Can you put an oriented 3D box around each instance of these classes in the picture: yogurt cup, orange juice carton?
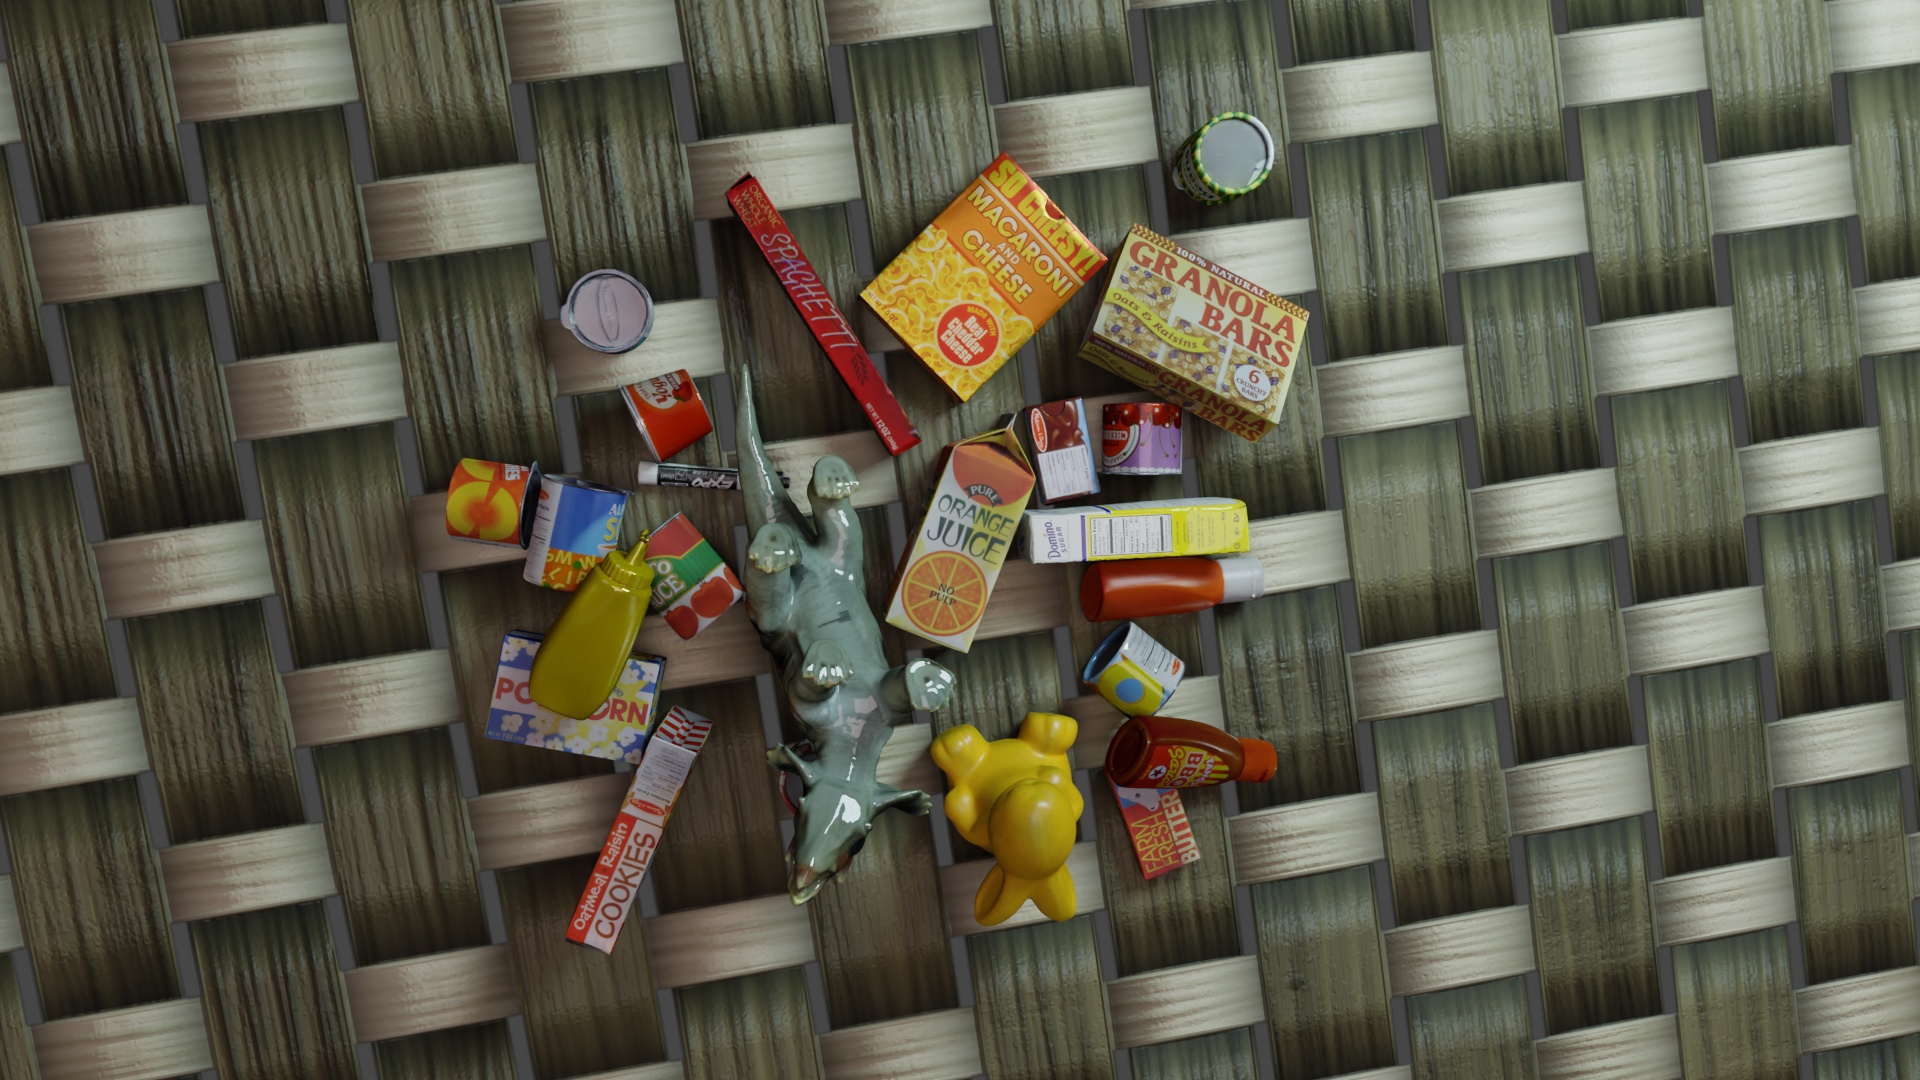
[{"bbox_3d":[-0.231,-0.101,1.101,0.054,0.072,0.072,-26,96,-11],"label":"yogurt cup"},{"bbox_3d":[0.004,-0.014,1.126,0.073,0.072,0.192,21,92,-7],"label":"orange juice carton"}]

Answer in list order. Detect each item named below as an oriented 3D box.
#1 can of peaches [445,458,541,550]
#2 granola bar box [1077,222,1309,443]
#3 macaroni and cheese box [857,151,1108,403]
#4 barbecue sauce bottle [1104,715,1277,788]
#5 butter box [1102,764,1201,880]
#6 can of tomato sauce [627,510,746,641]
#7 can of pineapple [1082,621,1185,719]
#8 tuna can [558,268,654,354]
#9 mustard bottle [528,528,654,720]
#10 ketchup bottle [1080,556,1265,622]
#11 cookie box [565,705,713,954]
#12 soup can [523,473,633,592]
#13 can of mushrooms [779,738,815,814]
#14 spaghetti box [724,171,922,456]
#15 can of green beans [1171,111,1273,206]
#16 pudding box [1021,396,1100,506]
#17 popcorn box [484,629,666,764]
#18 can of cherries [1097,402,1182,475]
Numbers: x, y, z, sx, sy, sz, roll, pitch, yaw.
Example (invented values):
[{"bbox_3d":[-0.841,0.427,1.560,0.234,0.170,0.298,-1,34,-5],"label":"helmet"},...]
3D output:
[{"bbox_3d":[-0.366,-0.031,1.090,0.058,0.071,0.071,7,93,-5],"label":"can of peaches"},{"bbox_3d":[0.190,-0.168,1.125,0.165,0.039,0.125,26,60,-7],"label":"granola bar box"},{"bbox_3d":[0.018,-0.212,1.130,0.166,0.040,0.123,-45,98,-1],"label":"macaroni and cheese box"},{"bbox_3d":[0.195,0.178,1.148,0.149,0.044,0.064,9,126,-30],"label":"barbecue sauce bottle"},{"bbox_3d":[0.163,0.232,1.182,0.053,0.024,0.103,-20,96,-5],"label":"butter box"},{"bbox_3d":[-0.223,0.030,1.107,0.071,0.071,0.083,-40,97,-2],"label":"can of tomato sauce"},{"bbox_3d":[0.142,0.111,1.152,0.058,0.071,0.071,38,90,-6],"label":"can of pineapple"},{"bbox_3d":[-0.281,-0.181,1.105,0.071,0.033,0.071,0,94,-6],"label":"tuna can"},{"bbox_3d":[-0.272,0.059,1.062,0.065,0.049,0.160,28,102,-17],"label":"mustard bottle"},{"bbox_3d":[0.178,0.038,1.154,0.149,0.064,0.044,-4,63,-13],"label":"ketchup bottle"},{"bbox_3d":[-0.251,0.222,1.090,0.040,0.123,0.167,24,91,-6],"label":"cookie box"},{"bbox_3d":[-0.302,-0.004,1.099,0.071,0.071,0.083,12,93,-6],"label":"soup can"},{"bbox_3d":[-0.117,0.199,1.147,0.071,0.033,0.071,0,94,-7],"label":"can of mushrooms"},{"bbox_3d":[-0.110,-0.178,1.115,0.029,0.050,0.250,-33,96,-4],"label":"spaghetti box"},{"bbox_3d":[0.216,-0.311,1.135,0.071,0.058,0.071,0,94,-6],"label":"can of green beans"},{"bbox_3d":[0.084,-0.074,1.151,0.050,0.030,0.083,-12,95,-4],"label":"pudding box"},{"bbox_3d":[-0.310,0.126,1.120,0.127,0.038,0.085,11,92,-6],"label":"popcorn box"},{"bbox_3d":[0.147,-0.083,1.137,0.071,0.071,0.058,0,94,-6],"label":"can of cherries"}]
